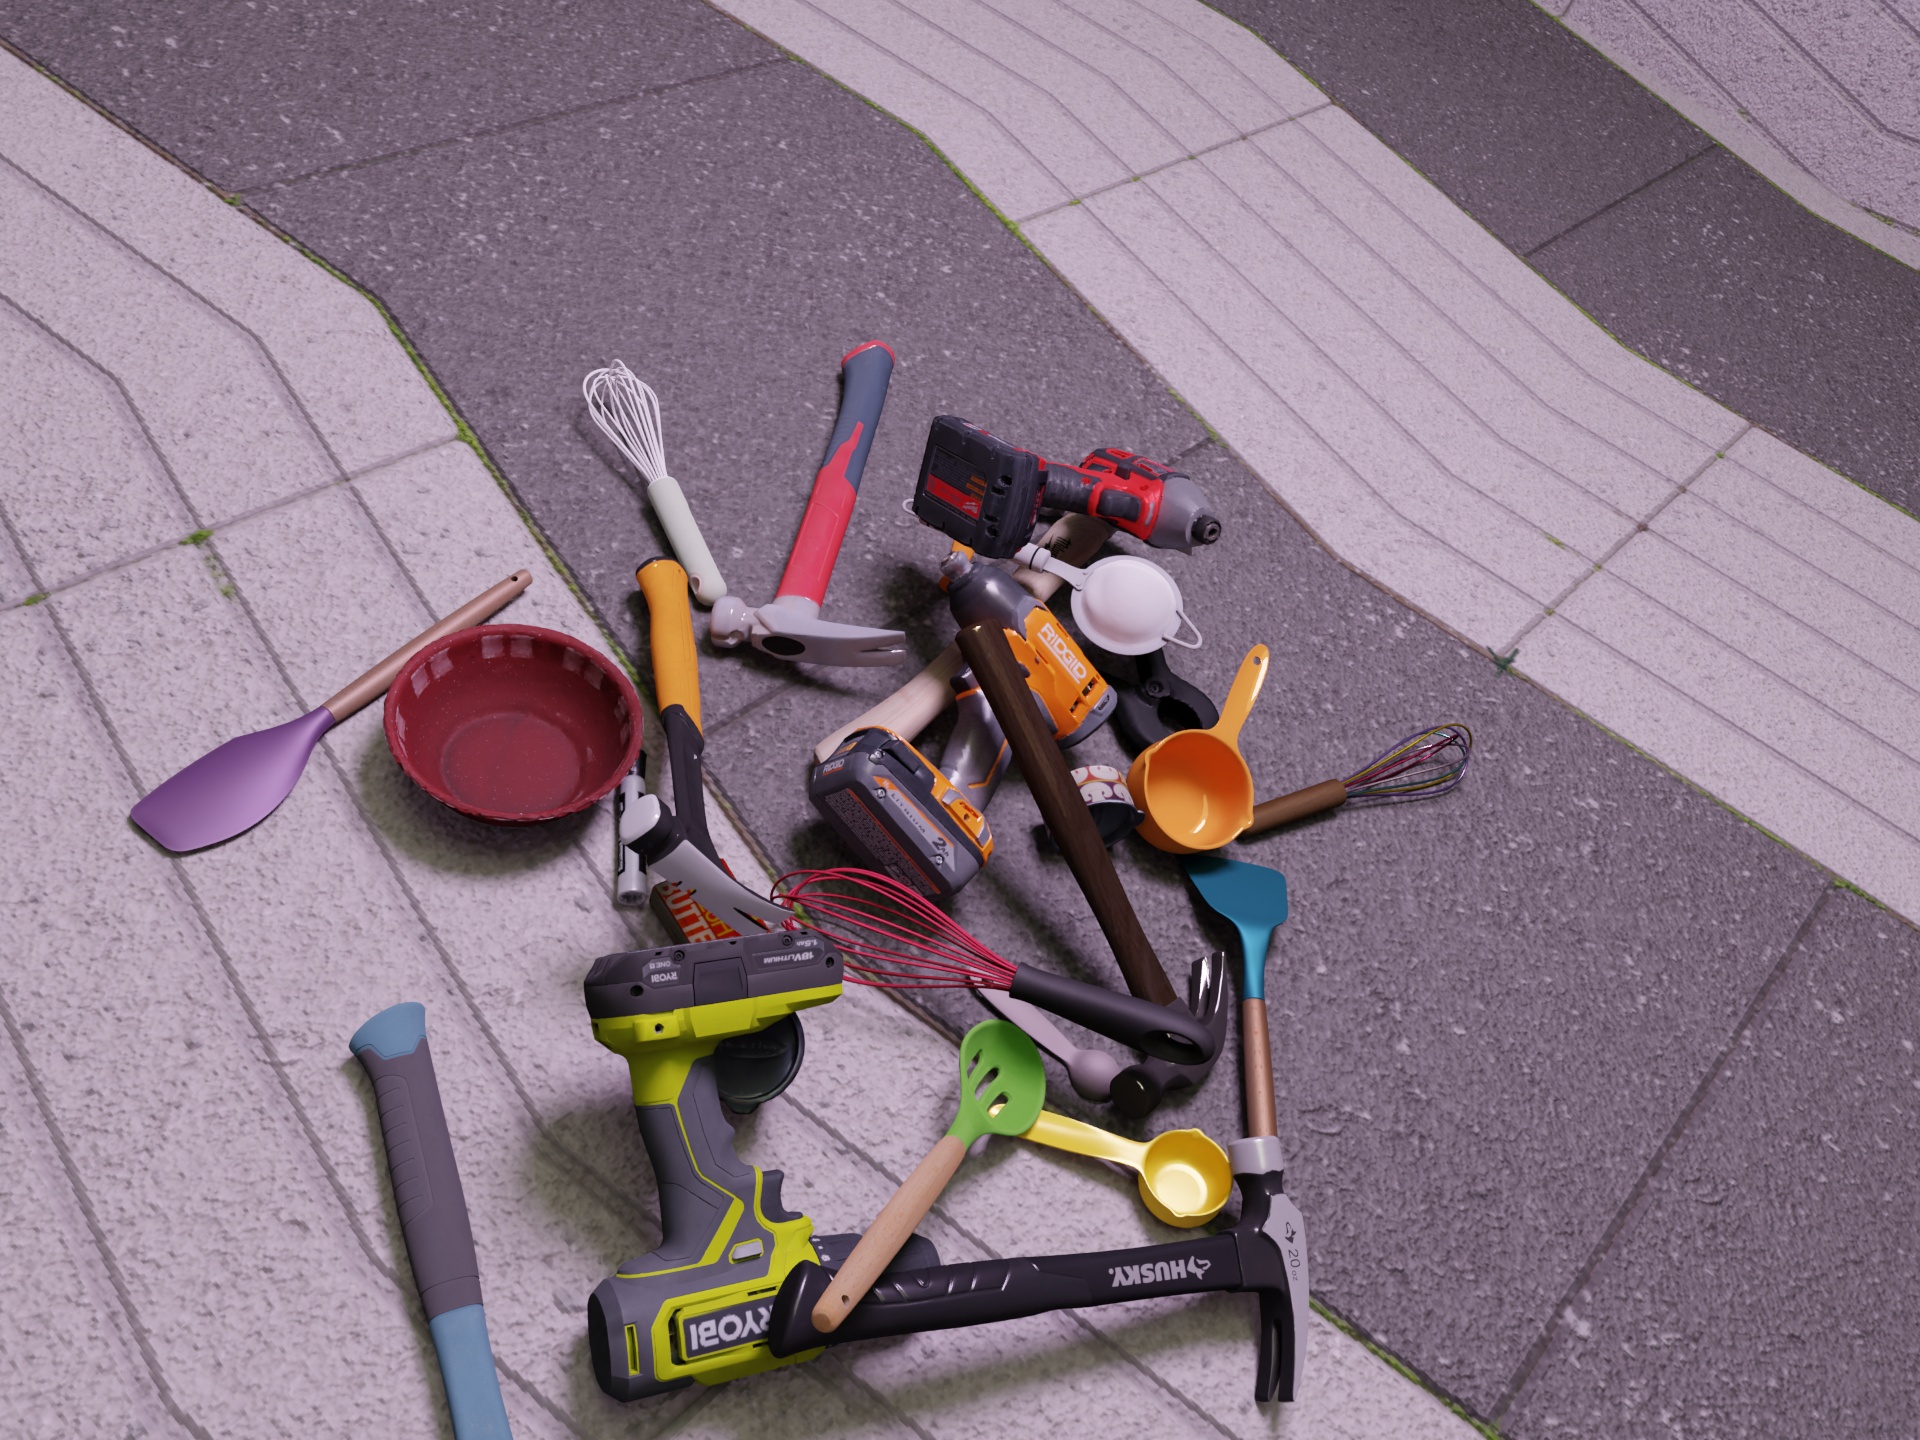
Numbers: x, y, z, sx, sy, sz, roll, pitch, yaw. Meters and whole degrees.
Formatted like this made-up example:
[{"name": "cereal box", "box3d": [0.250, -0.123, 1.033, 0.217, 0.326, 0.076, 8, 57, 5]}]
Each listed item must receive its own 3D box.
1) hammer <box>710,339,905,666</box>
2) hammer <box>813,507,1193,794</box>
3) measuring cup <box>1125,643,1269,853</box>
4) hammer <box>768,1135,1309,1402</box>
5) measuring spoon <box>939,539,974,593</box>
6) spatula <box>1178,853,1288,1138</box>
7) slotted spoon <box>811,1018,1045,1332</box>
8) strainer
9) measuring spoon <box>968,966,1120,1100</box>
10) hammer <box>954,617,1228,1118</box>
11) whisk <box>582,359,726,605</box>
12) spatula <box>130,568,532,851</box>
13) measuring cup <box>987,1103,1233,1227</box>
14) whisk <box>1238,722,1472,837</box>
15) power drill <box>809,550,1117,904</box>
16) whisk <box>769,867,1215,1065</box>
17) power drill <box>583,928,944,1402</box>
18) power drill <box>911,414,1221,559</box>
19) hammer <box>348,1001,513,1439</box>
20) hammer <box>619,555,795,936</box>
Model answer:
[{"name": "hammer", "box3d": [-0.085, -0.187, 1.284, 0.143, 0.038, 0.387, 8, 46, 4]}, {"name": "hammer", "box3d": [0.031, -0.066, 1.221, 0.146, 0.038, 0.411, 22, 47, 24]}, {"name": "measuring cup", "box3d": [0.182, 0.020, 1.178, 0.095, 0.052, 0.174, 32, 67, -10]}, {"name": "hammer", "box3d": [0.054, 0.314, 0.870, 0.334, 0.035, 0.146, 4, 68, -28]}, {"name": "measuring spoon", "box3d": [0.004, -0.146, 1.314, 0.021, 0.011, 0.117, 21, 47, -3]}, {"name": "spatula", "box3d": [0.197, 0.219, 1.071, 0.082, 0.044, 0.318, 11, 53, -9]}, {"name": "slotted spoon", "box3d": [-0.014, 0.243, 0.869, 0.070, 0.031, 0.314, 58, 22, 0]}, {"name": "strainer", "box3d": [0.068, -0.119, 1.218, 0.258, 0.050, 0.087, 24, 65, 15]}, {"name": "measuring spoon", "box3d": [0.055, 0.198, 1.034, 0.124, 0.018, 0.034, 39, 49, 10]}, {"name": "hammer", "box3d": [0.083, 0.085, 1.050, 0.130, 0.031, 0.331, -23, 86, -45]}, {"name": "whisk", "box3d": [-0.235, -0.187, 1.239, 0.059, 0.057, 0.247, -8, 59, -37]}, {"name": "spatula", "box3d": [-0.396, -0.016, 1.049, 0.060, 0.018, 0.316, 35, 49, 9]}, {"name": "measuring cup", "box3d": [0.091, 0.272, 0.989, 0.156, 0.029, 0.062, 15, 47, 8]}, {"name": "whisk", "box3d": [0.312, 0.046, 1.247, 0.245, 0.047, 0.051, -16, 59, -27]}, {"name": "power drill", "box3d": [-0.002, -0.003, 1.095, 0.164, 0.084, 0.226, 50, 55, -14]}, {"name": "whisk", "box3d": [0.016, 0.156, 0.993, 0.296, 0.073, 0.073, 18, 46, 12]}, {"name": "power drill", "box3d": [-0.109, 0.231, 0.858, 0.190, 0.080, 0.228, -5, 83, -26]}, {"name": "power drill", "box3d": [0.087, -0.169, 1.200, 0.219, 0.078, 0.143, -1, 25, -37]}, {"name": "hammer", "box3d": [-0.266, 0.295, 0.823, 0.128, 0.033, 0.331, -9, 55, -26]}, {"name": "hammer", "box3d": [-0.182, -0.003, 1.062, 0.127, 0.034, 0.337, 46, 16, -37]}]
